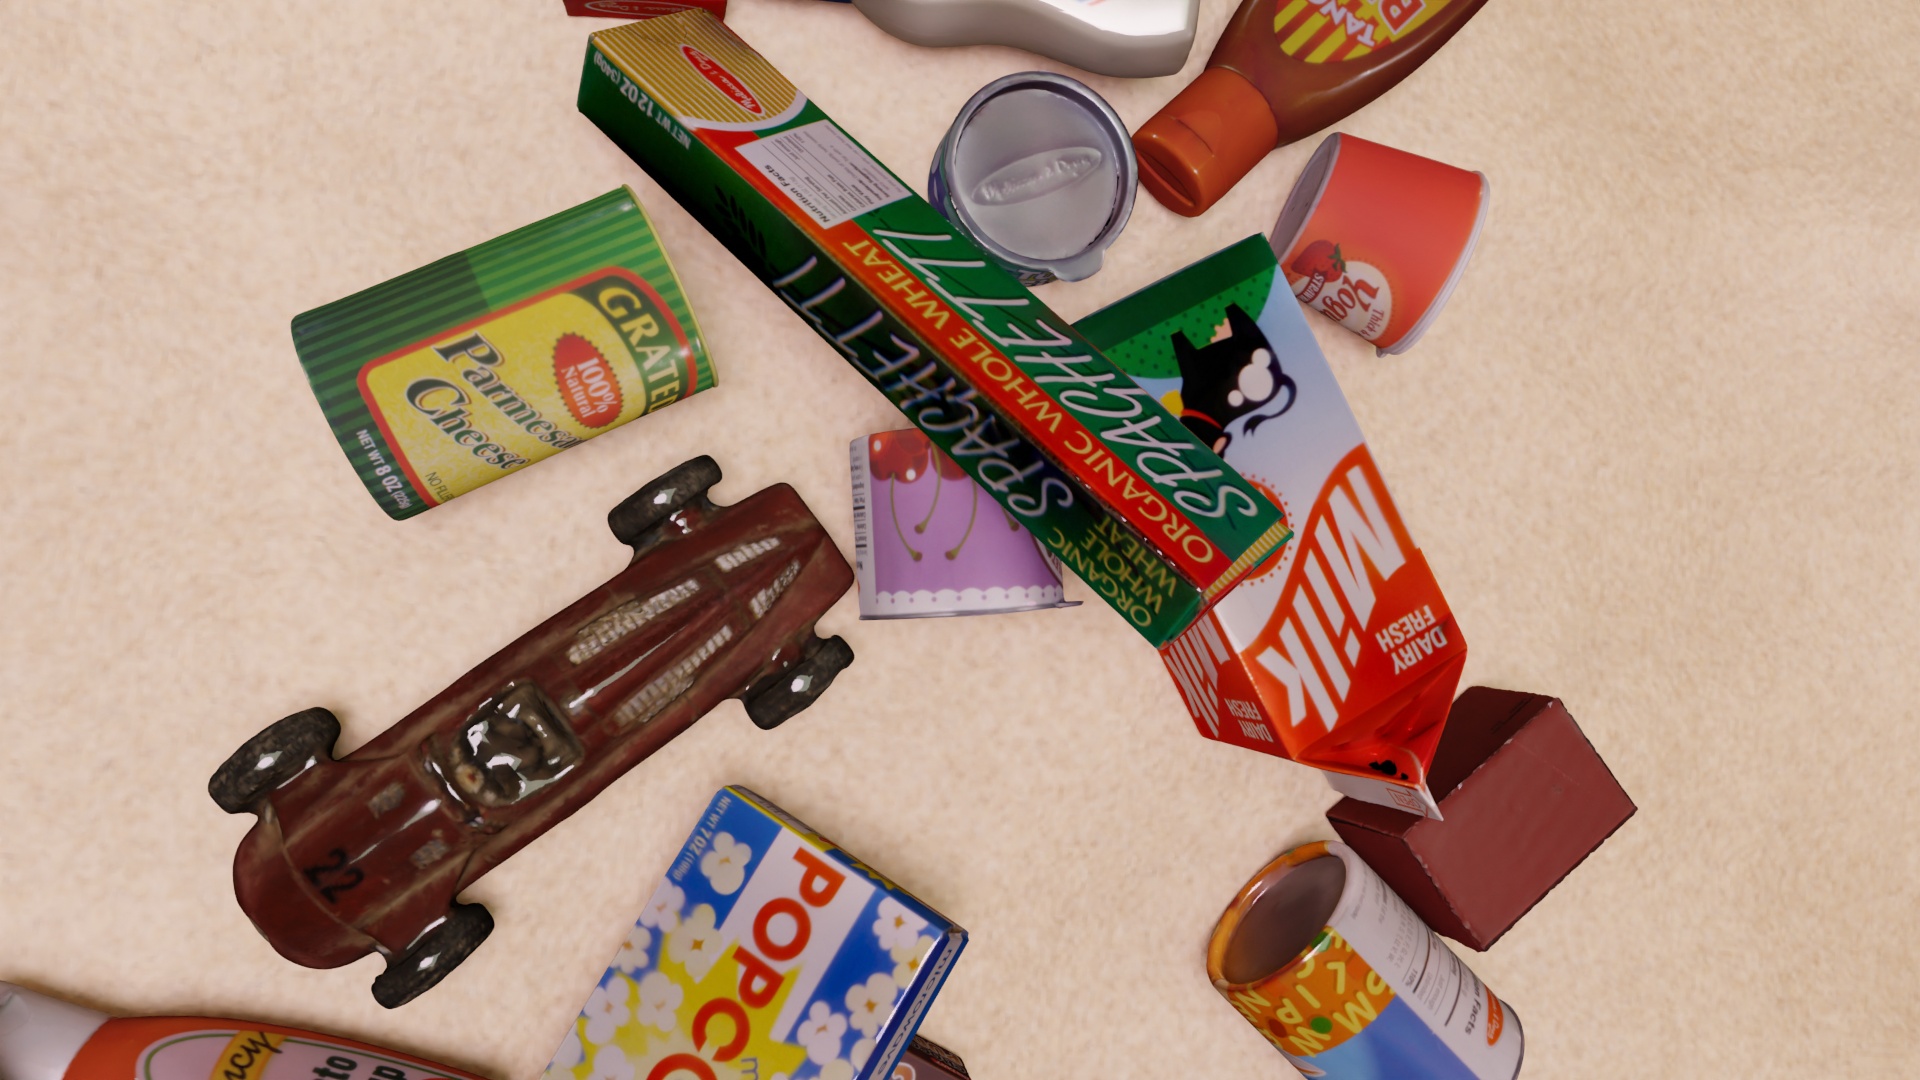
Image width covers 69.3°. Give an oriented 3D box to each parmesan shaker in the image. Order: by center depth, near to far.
[{"bbox_3d":[-0.133,-0.054,0.415,0.103,0.071,0.071,-26,94,-12],"label":"parmesan shaker"}]

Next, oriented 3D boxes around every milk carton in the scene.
[{"bbox_3d":[0.098,0.005,0.460,0.073,0.072,0.190,-28,94,-12],"label":"milk carton"}]

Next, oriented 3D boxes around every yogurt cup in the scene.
[{"bbox_3d":[0.141,-0.105,0.479,0.054,0.072,0.072,23,83,-3],"label":"yogurt cup"}]

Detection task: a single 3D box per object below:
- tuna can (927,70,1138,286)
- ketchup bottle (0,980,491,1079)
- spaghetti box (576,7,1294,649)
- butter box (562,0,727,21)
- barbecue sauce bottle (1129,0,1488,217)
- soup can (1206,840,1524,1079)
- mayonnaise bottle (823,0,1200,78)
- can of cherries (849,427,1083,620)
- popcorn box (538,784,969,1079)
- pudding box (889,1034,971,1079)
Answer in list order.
[{"bbox_3d":[0.025,-0.118,0.468,0.071,0.033,0.071,0,88,-13],"label":"tuna can"},{"bbox_3d":[-0.210,0.164,0.392,0.149,0.065,0.043,18,118,-3],"label":"ketchup bottle"},{"bbox_3d":[-0.013,-0.069,0.408,0.250,0.028,0.050,44,46,13],"label":"spaghetti box"},{"bbox_3d":[-0.102,-0.222,0.448,0.053,0.024,0.103,0,88,-12],"label":"butter box"},{"bbox_3d":[0.122,-0.173,0.487,0.149,0.043,0.065,-44,83,-10],"label":"barbecue sauce bottle"},{"bbox_3d":[0.132,0.154,0.466,0.083,0.071,0.071,45,80,-7],"label":"soup can"},{"bbox_3d":[0.003,-0.189,0.449,0.148,0.041,0.065,5,83,0],"label":"mayonnaise bottle"},{"bbox_3d":[0.002,-0.006,0.441,0.071,0.071,0.058,-3,88,-13],"label":"can of cherries"},{"bbox_3d":[-0.066,0.150,0.416,0.085,0.038,0.127,28,81,20],"label":"popcorn box"},{"bbox_3d":[-0.038,0.195,0.443,0.049,0.030,0.084,33,81,-9],"label":"pudding box"}]
